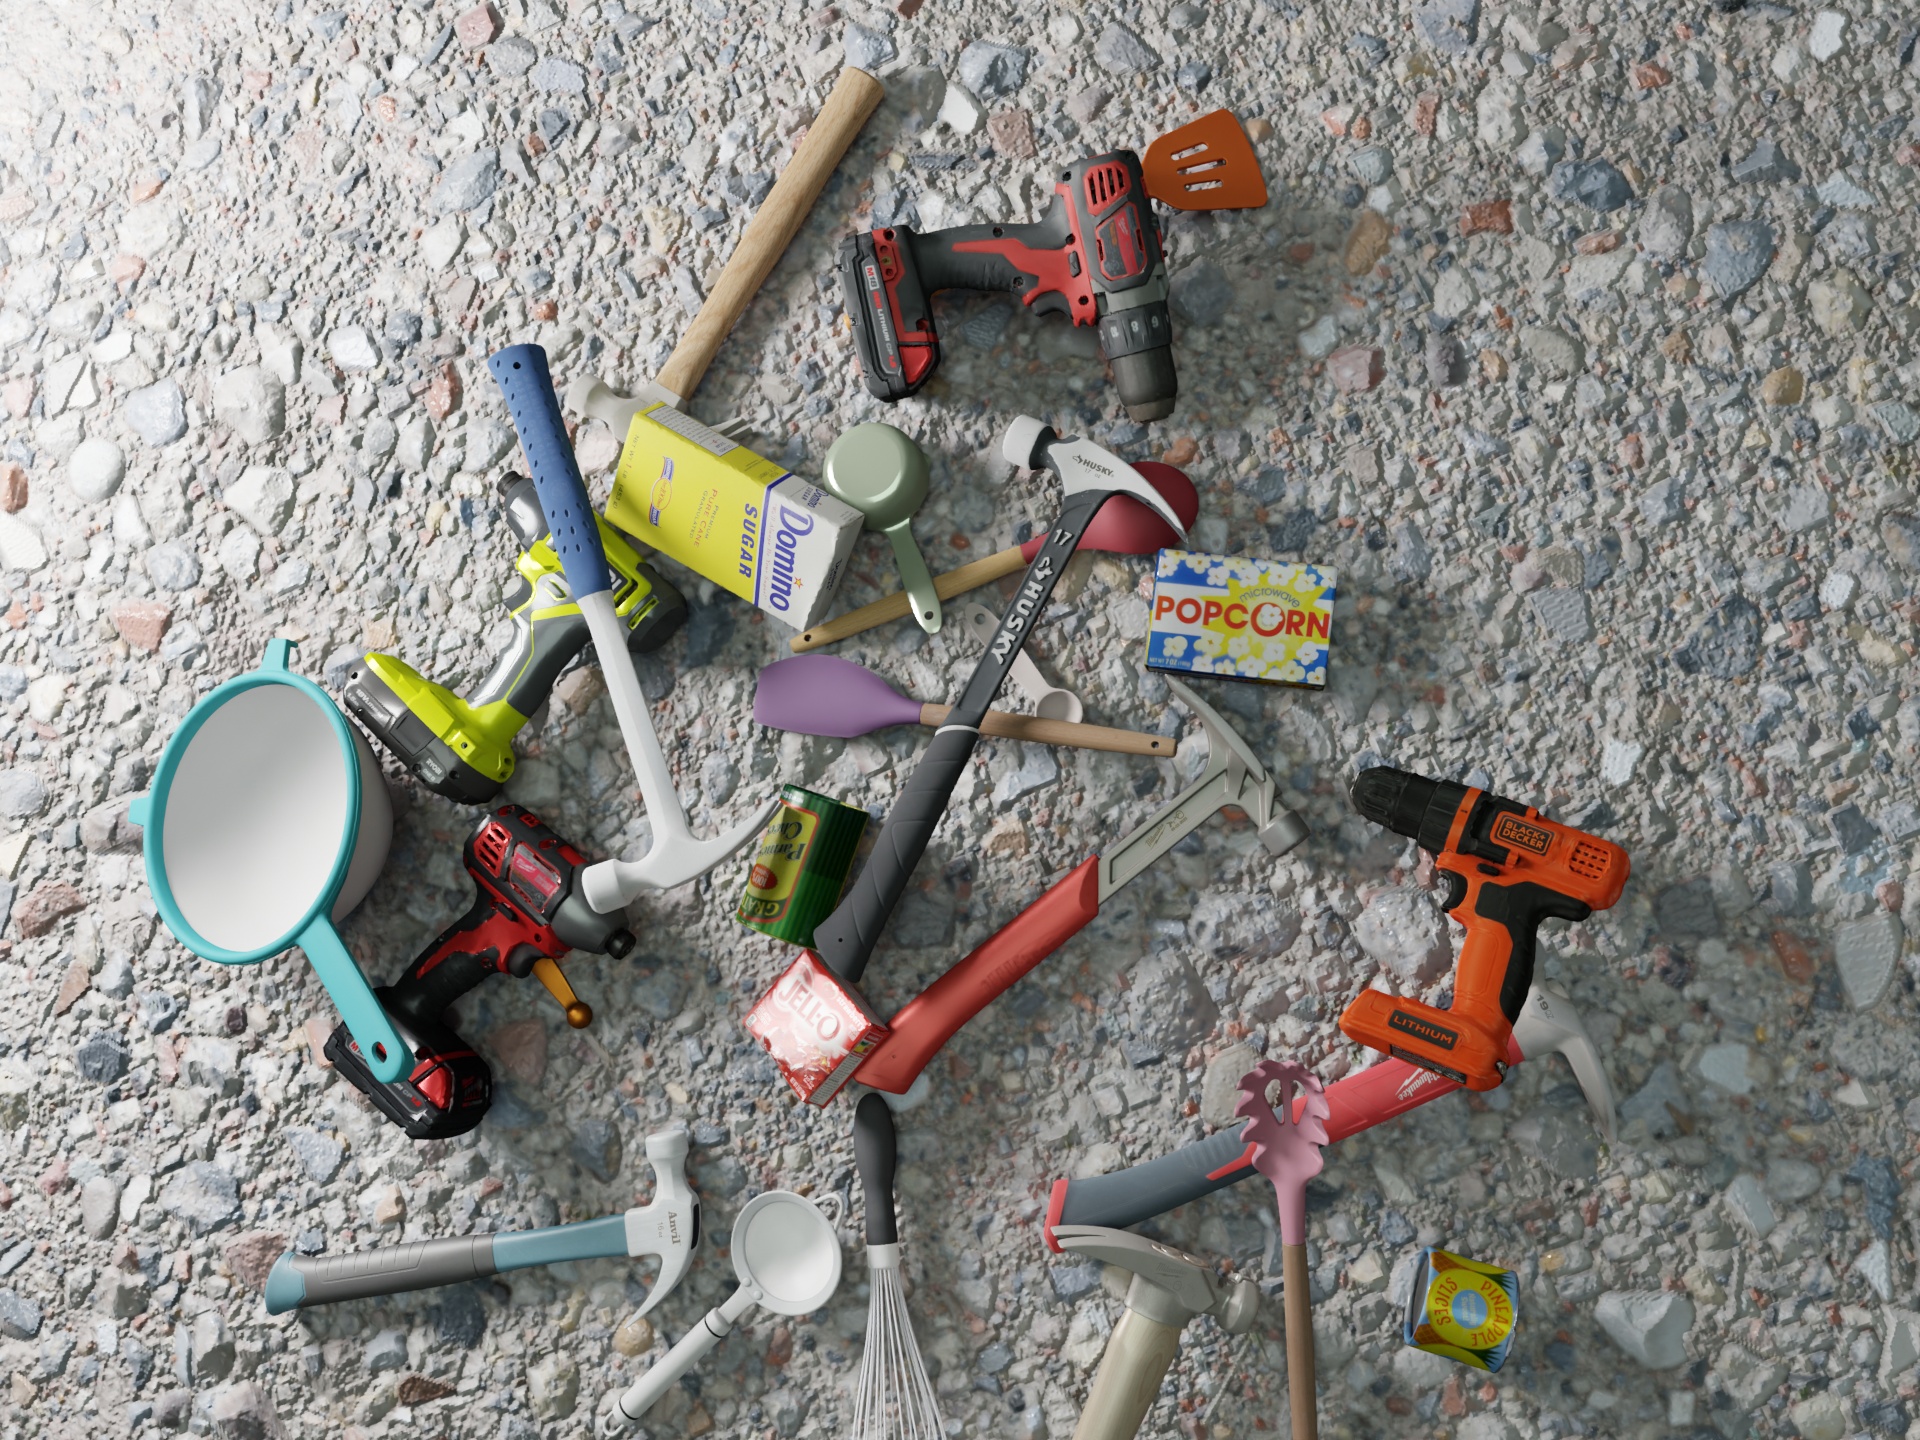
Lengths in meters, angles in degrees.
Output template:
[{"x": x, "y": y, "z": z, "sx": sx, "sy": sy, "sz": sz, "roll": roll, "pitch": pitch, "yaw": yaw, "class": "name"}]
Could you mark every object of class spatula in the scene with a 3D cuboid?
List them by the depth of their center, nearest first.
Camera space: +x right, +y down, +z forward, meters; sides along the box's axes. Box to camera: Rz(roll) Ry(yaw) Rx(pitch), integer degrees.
[{"x": -0.002, "y": -0.004, "z": 1.130, "sx": 0.316, "sy": 0.018, "sz": 0.060, "roll": 9, "pitch": 83, "yaw": 17, "class": "spatula"}, {"x": 0.064, "y": -0.355, "z": 1.170, "sx": 0.322, "sy": 0.041, "sz": 0.081, "roll": -22, "pitch": 82, "yaw": 10, "class": "spatula"}]

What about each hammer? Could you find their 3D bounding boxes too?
[{"x": 0.057, "y": 0.541, "z": 1.063, "sx": 0.146, "sy": 0.038, "sz": 0.410, "roll": 22, "pitch": 91, "yaw": -10, "class": "hammer"}, {"x": 0.240, "y": 0.288, "z": 1.075, "sx": 0.386, "sy": 0.038, "sz": 0.143, "roll": -25, "pitch": 83, "yaw": 5, "class": "hammer"}, {"x": 0.012, "y": -0.007, "z": 1.099, "sx": 0.149, "sy": 0.036, "sz": 0.409, "roll": 27, "pitch": 87, "yaw": 20, "class": "hammer"}, {"x": 0.061, "y": 0.131, "z": 1.117, "sx": 0.359, "sy": 0.036, "sz": 0.149, "roll": -39, "pitch": 81, "yaw": 3, "class": "hammer"}, {"x": -0.248, "y": -0.079, "z": 1.119, "sx": 0.144, "sy": 0.035, "sz": 0.406, "roll": -20, "pitch": 80, "yaw": -1, "class": "hammer"}, {"x": -0.348, "y": 0.387, "z": 1.154, "sx": 0.331, "sy": 0.033, "sz": 0.128, "roll": -11, "pitch": 82, "yaw": 7, "class": "hammer"}, {"x": -0.155, "y": -0.342, "z": 1.195, "sx": 0.130, "sy": 0.031, "sz": 0.331, "roll": 32, "pitch": 90, "yaw": 10, "class": "hammer"}]

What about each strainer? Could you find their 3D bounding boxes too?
[{"x": -0.165, "y": 0.417, "z": 1.121, "sx": 0.258, "sy": 0.050, "sz": 0.087, "roll": -45, "pitch": 74, "yaw": 8, "class": "strainer"}, {"x": -0.451, "y": 0.119, "z": 1.140, "sx": 0.211, "sy": 0.095, "sz": 0.341, "roll": -45, "pitch": 66, "yaw": 12, "class": "strainer"}]

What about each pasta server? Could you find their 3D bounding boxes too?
[{"x": 0.219, "y": 0.371, "z": 1.044, "sx": 0.060, "sy": 0.040, "sz": 0.316, "roll": -2, "pitch": 96, "yaw": 18, "class": "pasta server"}]

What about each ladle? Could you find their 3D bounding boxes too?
[{"x": 0.021, "y": -0.111, "z": 1.151, "sx": 0.315, "sy": 0.031, "sz": 0.069, "roll": -21, "pitch": 77, "yaw": 7, "class": "ladle"}]

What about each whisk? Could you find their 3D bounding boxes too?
[{"x": -0.051, "y": 0.403, "z": 1.099, "sx": 0.070, "sy": 0.070, "sz": 0.285, "roll": -7, "pitch": 79, "yaw": 7, "class": "whisk"}]

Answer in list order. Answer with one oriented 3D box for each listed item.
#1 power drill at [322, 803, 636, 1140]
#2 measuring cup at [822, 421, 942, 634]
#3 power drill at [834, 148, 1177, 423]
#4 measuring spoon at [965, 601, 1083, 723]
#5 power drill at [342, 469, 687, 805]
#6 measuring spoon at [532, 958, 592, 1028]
[{"x": -0.338, "y": 0.185, "z": 1.144, "sx": 0.143, "sy": 0.078, "sz": 0.219, "roll": 37, "pitch": 90, "yaw": 14, "class": "power drill"}, {"x": -0.049, "y": -0.140, "z": 1.144, "sx": 0.083, "sy": 0.038, "sz": 0.168, "roll": -23, "pitch": 72, "yaw": 8, "class": "measuring cup"}, {"x": 0.040, "y": -0.286, "z": 1.131, "sx": 0.226, "sy": 0.080, "sz": 0.188, "roll": -13, "pitch": 102, "yaw": 6, "class": "power drill"}, {"x": 0.044, "y": -0.038, "z": 1.149, "sx": 0.034, "sy": 0.018, "sz": 0.124, "roll": -40, "pitch": 74, "yaw": 2, "class": "measuring spoon"}, {"x": -0.336, "y": -0.063, "z": 1.175, "sx": 0.171, "sy": 0.080, "sz": 0.223, "roll": 43, "pitch": 88, "yaw": 9, "class": "power drill"}, {"x": -0.312, "y": 0.180, "z": 1.178, "sx": 0.021, "sy": 0.011, "sz": 0.117, "roll": -40, "pitch": 81, "yaw": 3, "class": "measuring spoon"}]
